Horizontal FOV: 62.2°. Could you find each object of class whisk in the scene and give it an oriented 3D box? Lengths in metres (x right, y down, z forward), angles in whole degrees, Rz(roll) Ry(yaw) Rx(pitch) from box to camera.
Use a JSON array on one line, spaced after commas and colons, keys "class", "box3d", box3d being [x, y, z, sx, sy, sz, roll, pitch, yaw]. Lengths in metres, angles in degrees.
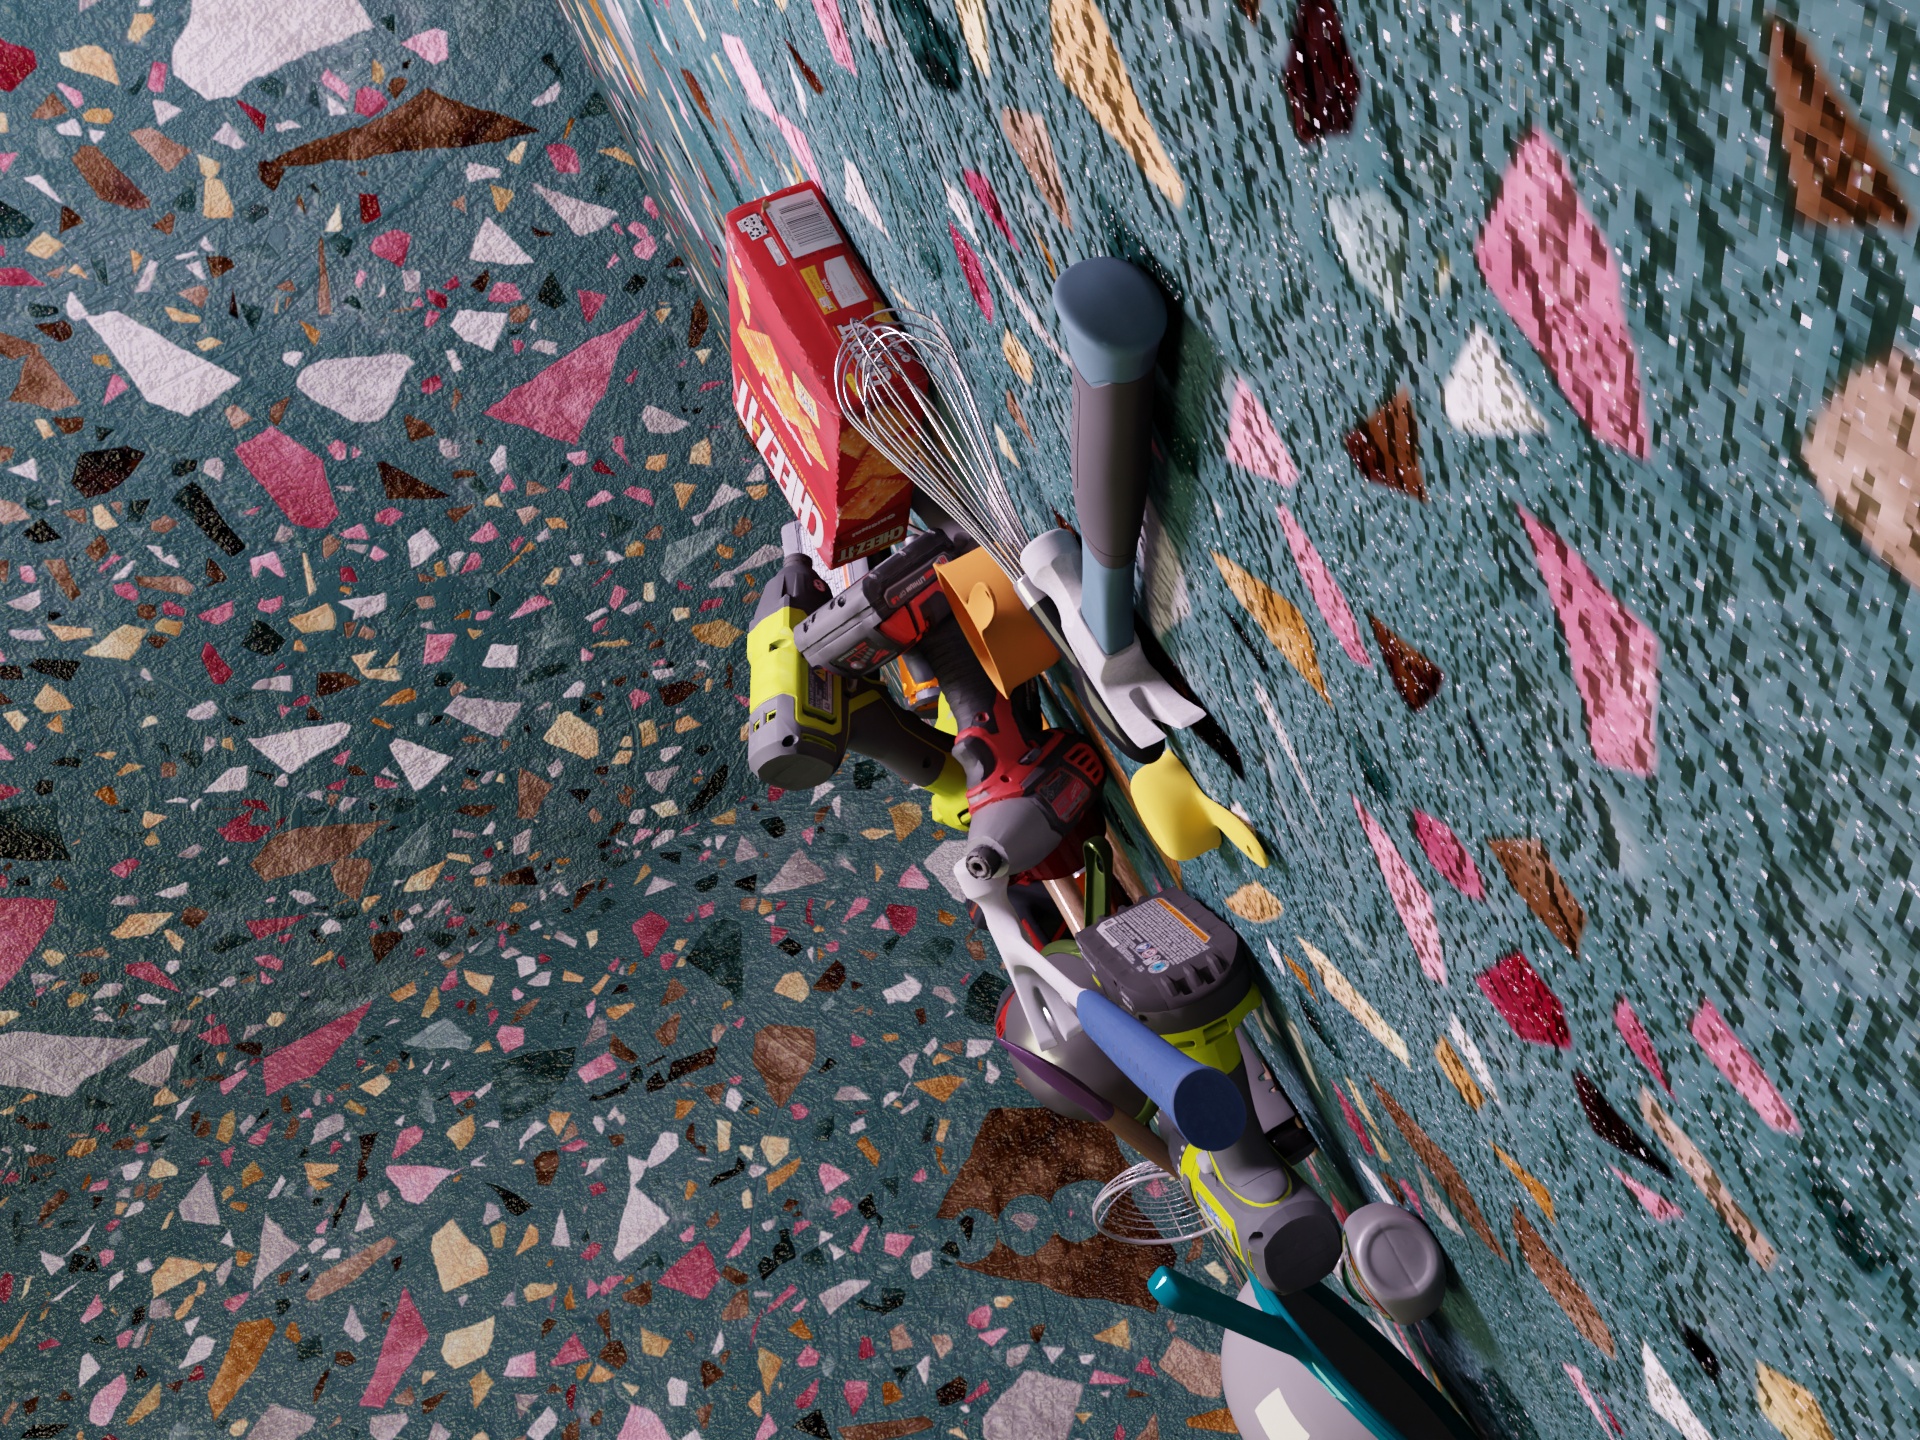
[{"class": "whisk", "box3d": [0.022, -0.097, 0.835, 0.285, 0.070, 0.070, 56, 176, 6]}, {"class": "whisk", "box3d": [-0.032, -0.161, 1.152, 0.239, 0.055, 0.055, 50, 168, 55]}]

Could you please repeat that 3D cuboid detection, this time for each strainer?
[{"class": "strainer", "box3d": [0.079, 0.200, 1.161, 0.152, 0.069, 0.256, 35, 136, 44]}, {"class": "strainer", "box3d": [0.198, 0.419, 0.980, 0.340, 0.095, 0.211, 36, -174, -36]}]

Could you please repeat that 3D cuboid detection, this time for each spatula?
[{"class": "spatula", "box3d": [0.109, 0.279, 1.104, 0.060, 0.018, 0.315, 20, 163, 41]}]

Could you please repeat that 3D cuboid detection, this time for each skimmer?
[{"class": "skimmer", "box3d": [0.221, 0.428, 1.302, 0.363, 0.127, 0.090, 169, 113, -73]}]

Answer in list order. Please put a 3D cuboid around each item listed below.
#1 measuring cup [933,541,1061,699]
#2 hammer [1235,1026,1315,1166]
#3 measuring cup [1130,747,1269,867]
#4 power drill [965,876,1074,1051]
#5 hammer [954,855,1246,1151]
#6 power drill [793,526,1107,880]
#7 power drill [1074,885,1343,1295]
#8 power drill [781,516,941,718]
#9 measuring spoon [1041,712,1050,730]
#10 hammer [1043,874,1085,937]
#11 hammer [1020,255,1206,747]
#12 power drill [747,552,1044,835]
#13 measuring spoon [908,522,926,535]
[{"class": "measuring cup", "box3d": [0.030, -0.070, 0.935, 0.095, 0.052, 0.173, 61, 174, 3]}, {"class": "hammer", "box3d": [0.224, 0.315, 1.235, 0.127, 0.034, 0.336, 59, 175, 28]}, {"class": "measuring cup", "box3d": [0.119, 0.055, 0.798, 0.062, 0.029, 0.156, 62, 178, -11]}, {"class": "power drill", "box3d": [0.106, 0.219, 1.406, 0.227, 0.187, 0.080, -109, 38, -54]}, {"class": "hammer", "box3d": [0.077, 0.171, 0.930, 0.144, 0.035, 0.405, 65, 171, -9]}, {"class": "power drill", "box3d": [-0.002, -0.003, 1.044, 0.219, 0.078, 0.143, 54, -138, -7]}, {"class": "power drill", "box3d": [0.152, 0.228, 1.018, 0.191, 0.080, 0.228, -140, 28, -69]}, {"class": "power drill", "box3d": [-0.060, -0.103, 1.305, 0.226, 0.084, 0.164, 30, -132, -64]}, {"class": "measuring spoon", "box3d": [0.073, 0.021, 1.291, 0.117, 0.011, 0.021, 62, 176, -8]}, {"class": "hammer", "box3d": [0.118, 0.201, 1.256, 0.130, 0.031, 0.332, 15, -143, -47]}, {"class": "hammer", "box3d": [0.058, -0.079, 0.632, 0.128, 0.033, 0.330, 61, 176, 17]}, {"class": "power drill", "box3d": [-0.047, -0.014, 1.114, 0.223, 0.080, 0.171, 23, -129, -36]}, {"class": "measuring spoon", "box3d": [-0.045, -0.139, 1.179, 0.124, 0.018, 0.034, 28, -169, 7]}]
